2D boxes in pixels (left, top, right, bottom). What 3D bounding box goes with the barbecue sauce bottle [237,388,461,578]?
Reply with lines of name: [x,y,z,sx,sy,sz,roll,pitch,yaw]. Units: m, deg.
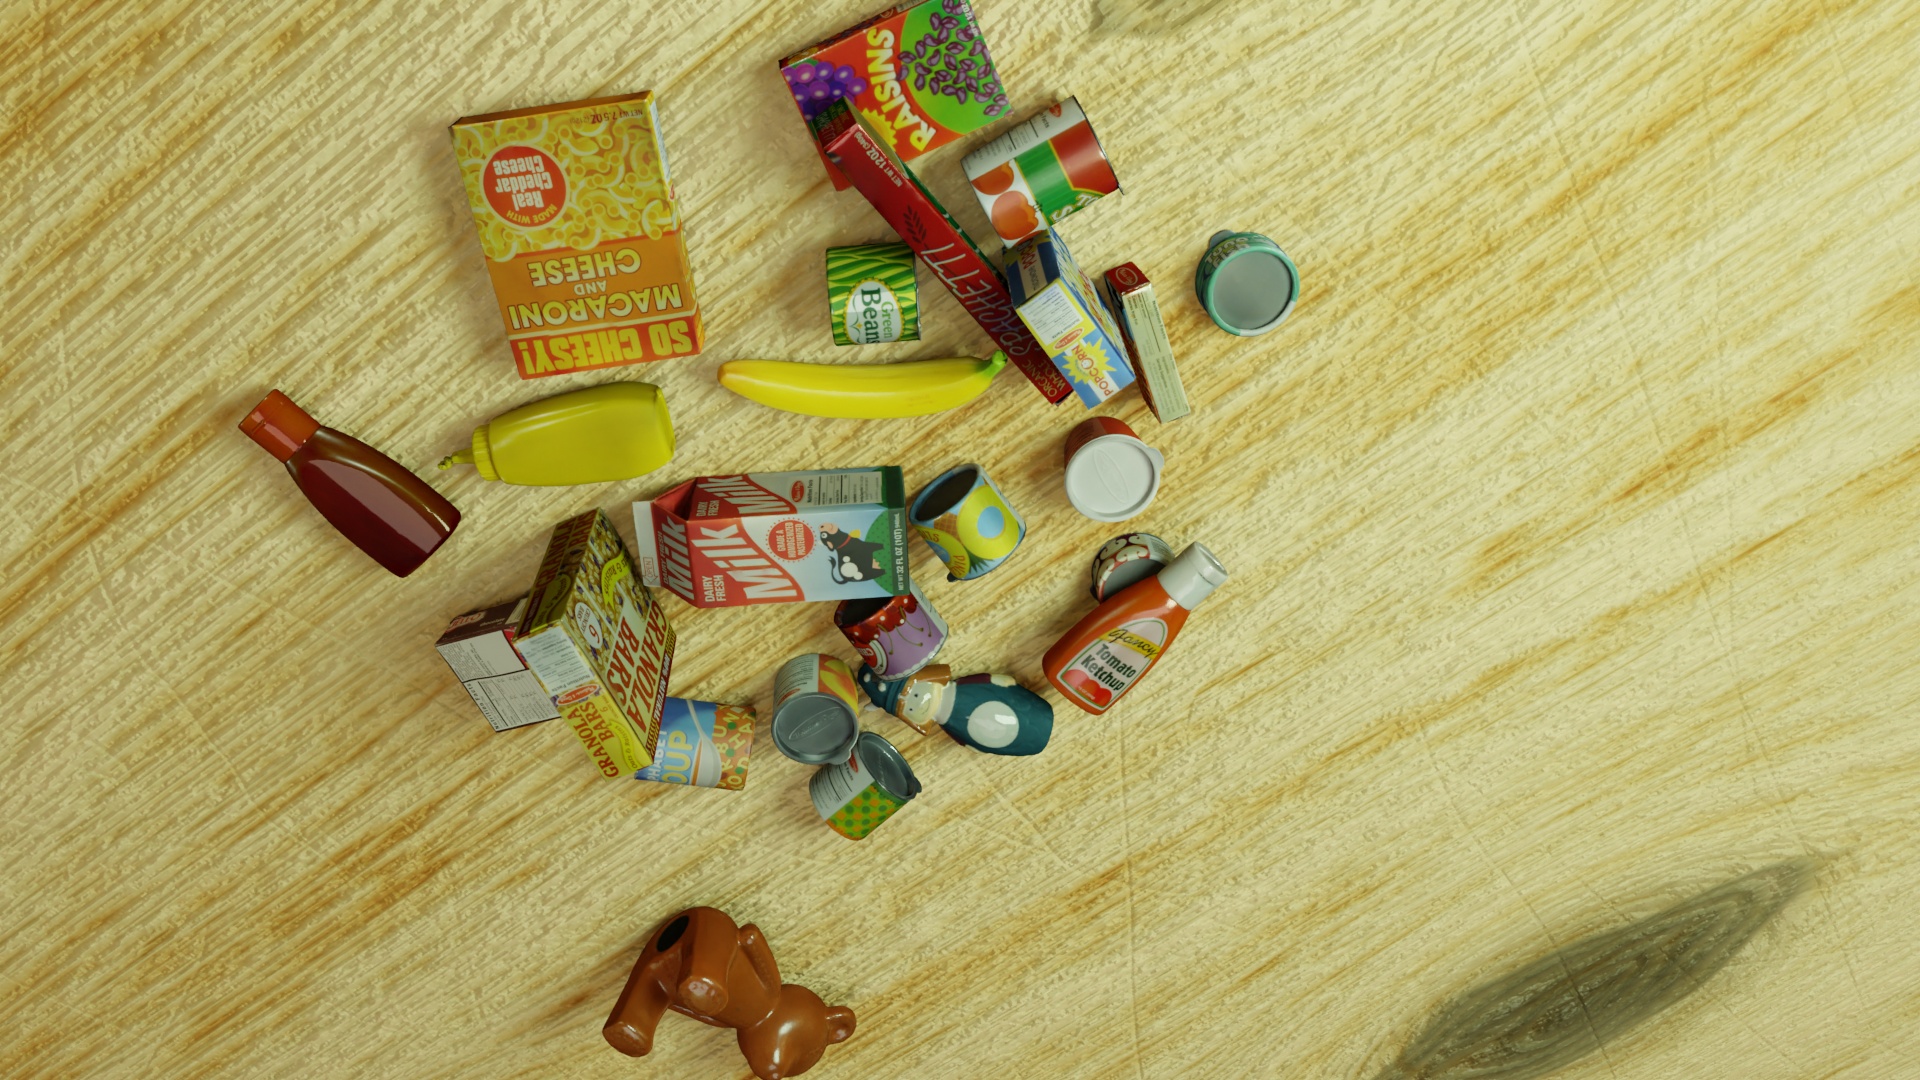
barbecue sauce bottle: [-0.423,-0.042,0.959,0.064,0.044,0.148,-40,113,15]

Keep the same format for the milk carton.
milk carton: [-0.133,-0.002,0.988,0.191,0.074,0.072,-3,118,-3]

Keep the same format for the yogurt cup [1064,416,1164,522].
yogurt cup: [0.105,-0.054,0.994,0.072,0.054,0.072,-2,118,-4]

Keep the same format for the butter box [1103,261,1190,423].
butter box: [0.128,-0.135,0.955,0.024,0.053,0.103,-21,118,3]

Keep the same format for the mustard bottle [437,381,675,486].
mustard bottle: [-0.280,-0.068,0.955,0.160,0.049,0.065,-8,118,0]

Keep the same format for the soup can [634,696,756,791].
soup can: [-0.204,0.157,1.066,0.084,0.071,0.071,9,116,-10]

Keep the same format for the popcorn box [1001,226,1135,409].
popcorn box: [0.068,-0.149,0.901,0.038,0.127,0.085,-34,115,16]

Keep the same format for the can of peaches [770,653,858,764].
can of peaches: [-0.110,0.130,1.068,0.071,0.058,0.071,-2,118,-5]

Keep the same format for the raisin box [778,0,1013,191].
raisin box: [-0.040,-0.285,0.870,0.123,0.040,0.085,-23,118,5]

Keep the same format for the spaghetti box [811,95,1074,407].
spaghetti box: [-0.003,-0.180,0.893,0.028,0.050,0.249,-37,127,13]

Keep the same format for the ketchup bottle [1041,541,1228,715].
ketchup bottle: [0.131,0.062,1.024,0.064,0.044,0.148,38,109,-21]

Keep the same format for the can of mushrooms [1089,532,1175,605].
can of mushrooms: [0.132,0.032,1.053,0.071,0.033,0.070,-2,119,-3]

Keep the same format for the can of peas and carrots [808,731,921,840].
can of peas and carrots: [-0.076,0.196,1.101,0.058,0.071,0.071,-41,114,16]

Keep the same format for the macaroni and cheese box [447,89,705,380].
macaroni and cheese box: [-0.242,-0.195,0.897,0.124,0.040,0.165,-8,117,-1]

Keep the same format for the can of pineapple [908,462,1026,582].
can of pineapple: [0.004,-0.013,0.998,0.071,0.071,0.057,-33,114,12]

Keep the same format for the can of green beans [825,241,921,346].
can of green beans: [-0.057,-0.163,0.916,0.058,0.071,0.071,-5,118,-2]

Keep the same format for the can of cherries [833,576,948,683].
can of cherries: [-0.053,0.063,1.032,0.071,0.072,0.058,-31,116,11]

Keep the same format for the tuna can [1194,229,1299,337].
tuna can: [0.195,-0.177,0.950,0.071,0.033,0.070,-2,118,-4]

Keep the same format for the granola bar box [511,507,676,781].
granola bar box: [-0.247,0.068,0.962,0.039,0.166,0.123,-22,117,6]

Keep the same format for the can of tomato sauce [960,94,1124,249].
can of tomato sauce: [0.052,-0.233,0.889,0.083,0.071,0.071,-27,117,10]
